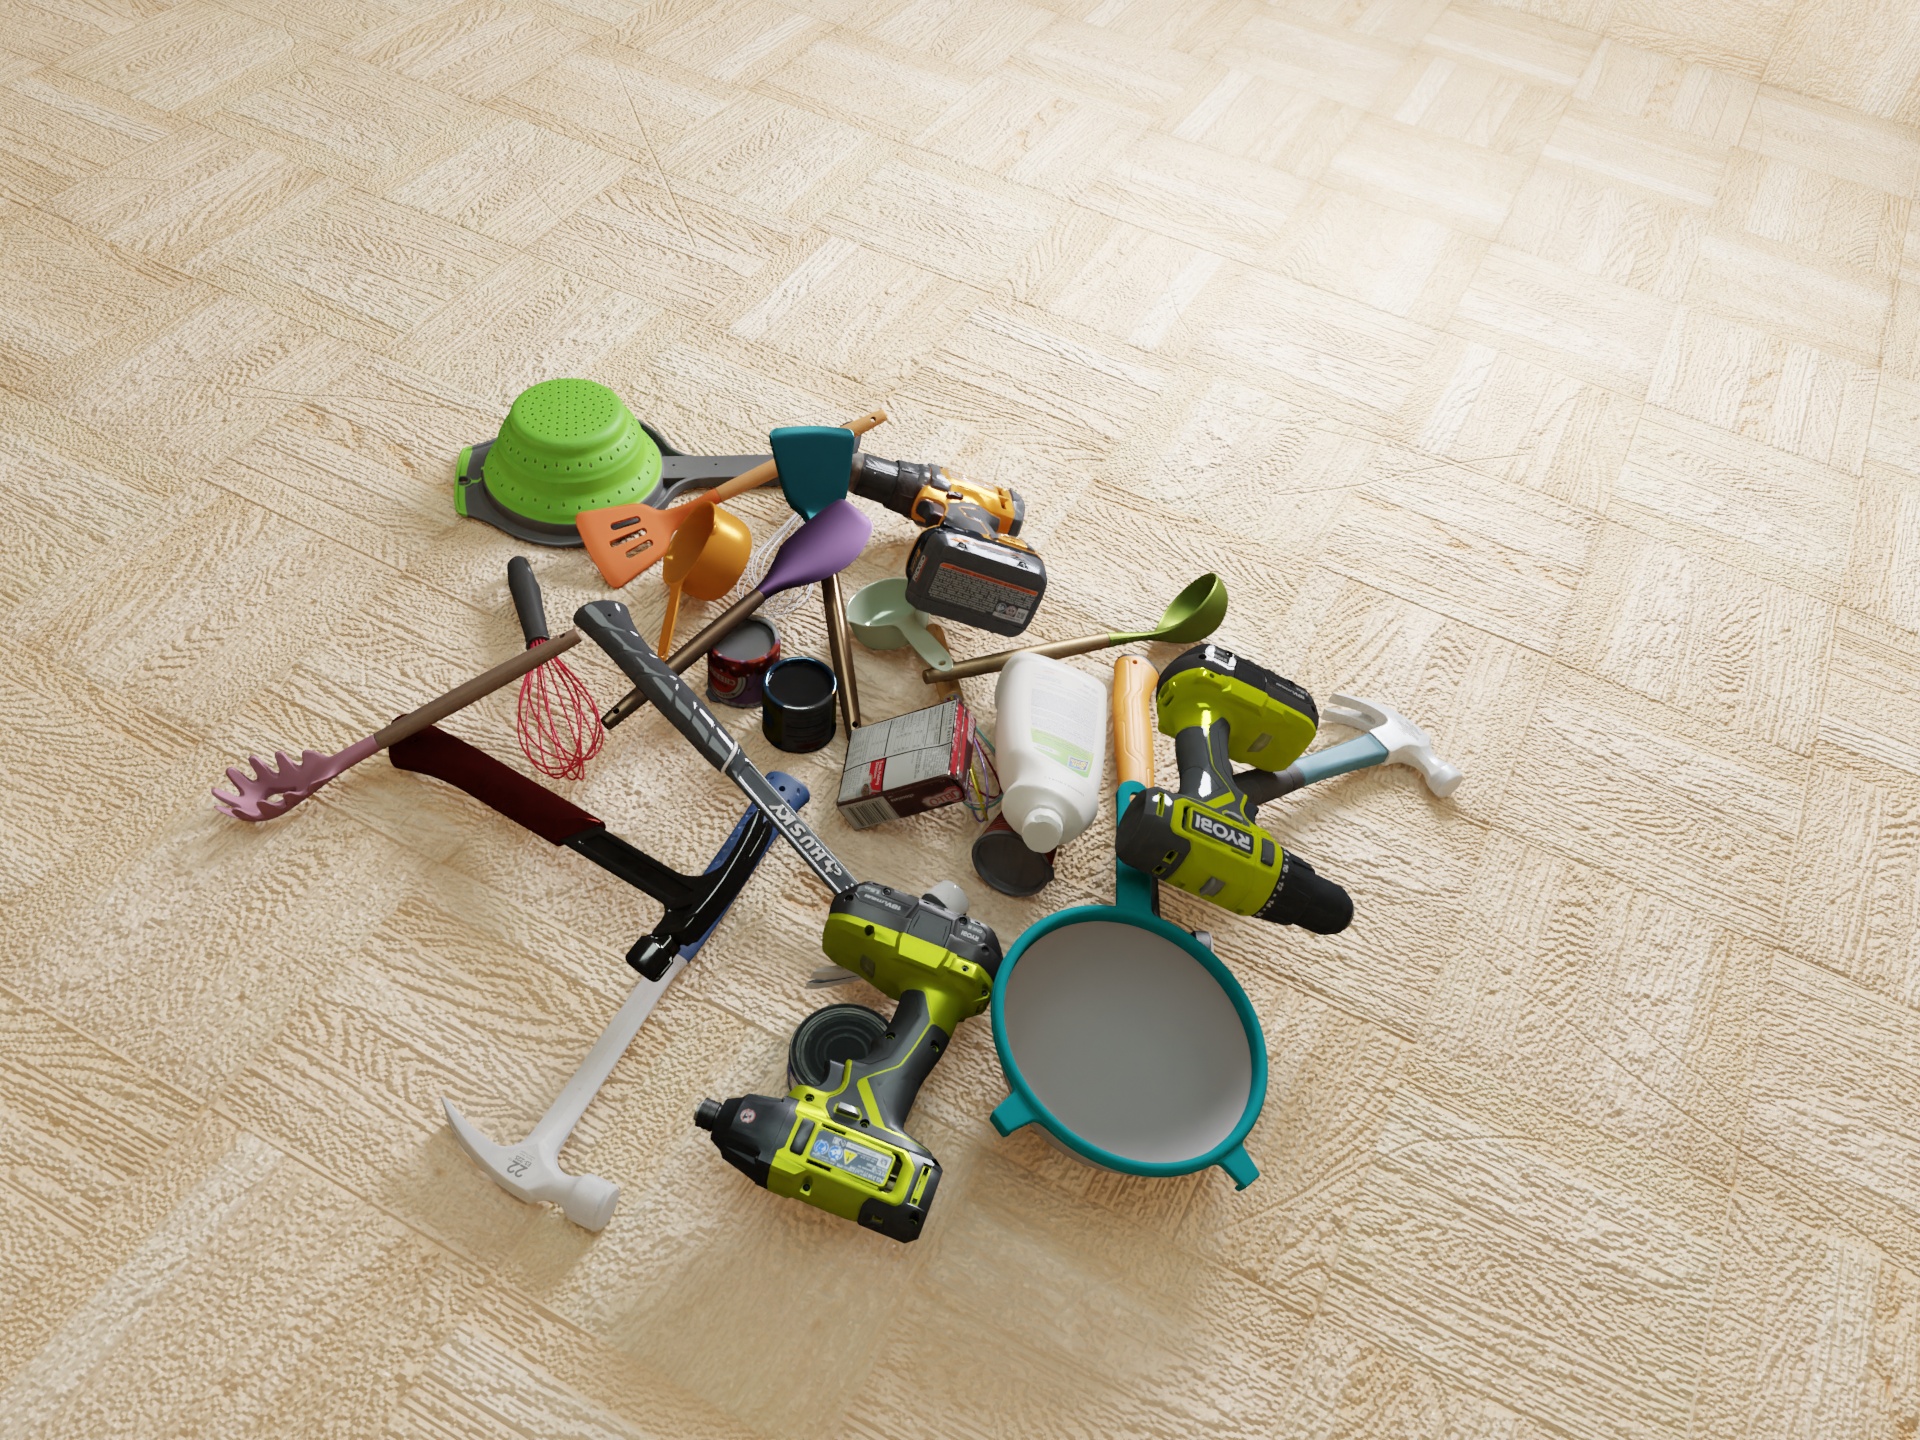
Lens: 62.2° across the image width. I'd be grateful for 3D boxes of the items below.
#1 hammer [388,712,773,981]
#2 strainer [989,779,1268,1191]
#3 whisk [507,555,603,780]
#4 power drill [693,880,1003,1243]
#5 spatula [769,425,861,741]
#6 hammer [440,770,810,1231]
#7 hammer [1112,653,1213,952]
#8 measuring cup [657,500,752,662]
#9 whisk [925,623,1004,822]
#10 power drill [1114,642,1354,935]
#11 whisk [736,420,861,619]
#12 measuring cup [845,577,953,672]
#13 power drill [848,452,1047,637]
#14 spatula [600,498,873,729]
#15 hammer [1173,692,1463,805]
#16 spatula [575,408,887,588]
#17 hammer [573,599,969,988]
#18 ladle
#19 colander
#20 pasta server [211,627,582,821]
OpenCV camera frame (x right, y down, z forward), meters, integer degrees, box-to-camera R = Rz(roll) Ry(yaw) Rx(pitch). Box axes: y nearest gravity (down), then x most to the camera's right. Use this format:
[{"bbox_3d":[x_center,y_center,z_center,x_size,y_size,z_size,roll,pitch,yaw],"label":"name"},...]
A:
[{"bbox_3d":[-0.323,0.068,1.267,0.359,0.036,0.149,25,67,28],"label":"hammer"},{"bbox_3d":[0.115,0.200,1.205,0.211,0.095,0.341,15,47,-10],"label":"strainer"},{"bbox_3d":[-0.370,-0.053,1.407,0.073,0.073,0.296,-11,46,-17],"label":"whisk"},{"bbox_3d":[-0.072,0.233,1.122,0.171,0.080,0.223,20,54,5],"label":"power drill"},{"bbox_3d":[-0.118,-0.127,1.455,0.082,0.044,0.318,-3,64,-18],"label":"spatula"},{"bbox_3d":[-0.232,0.186,1.218,0.144,0.035,0.406,21,49,12],"label":"hammer"},{"bbox_3d":[0.145,0.069,1.375,0.127,0.034,0.337,6,47,-3],"label":"hammer"},{"bbox_3d":[-0.241,-0.118,1.477,0.052,0.095,0.174,25,62,-33],"label":"measuring cup"},{"bbox_3d":[-0.002,-0.006,1.412,0.047,0.051,0.245,33,27,-37],"label":"whisk"},{"bbox_3d":[0.227,0.060,1.272,0.190,0.080,0.229,24,44,-9],"label":"power drill"},{"bbox_3d":[-0.145,-0.202,1.555,0.070,0.070,0.285,15,50,6],"label":"whisk"},{"bbox_3d":[-0.045,-0.074,1.452,0.083,0.038,0.168,-27,41,-14],"label":"measuring cup"},{"bbox_3d":[-0.018,-0.179,1.497,0.185,0.084,0.226,16,28,-17],"label":"power drill"},{"bbox_3d":[-0.194,-0.094,1.400,0.060,0.018,0.316,40,64,14],"label":"spatula"},{"bbox_3d":[0.281,0.051,1.382,0.331,0.033,0.128,-15,50,-30],"label":"hammer"},{"bbox_3d":[-0.214,-0.231,1.551,0.322,0.041,0.081,-28,93,-9],"label":"spatula"},{"bbox_3d":[-0.180,0.047,1.293,0.149,0.036,0.409,-33,71,-36],"label":"hammer"},{"bbox_3d":[0.109,-0.081,1.469,0.320,0.078,0.062,-12,90,-23],"label":"ladle"},{"bbox_3d":[-0.305,-0.276,1.589,0.397,0.094,0.205,-3,48,-10],"label":"colander"},{"bbox_3d":[-0.457,-0.001,1.303,0.316,0.040,0.060,-29,46,-6],"label":"pasta server"}]
